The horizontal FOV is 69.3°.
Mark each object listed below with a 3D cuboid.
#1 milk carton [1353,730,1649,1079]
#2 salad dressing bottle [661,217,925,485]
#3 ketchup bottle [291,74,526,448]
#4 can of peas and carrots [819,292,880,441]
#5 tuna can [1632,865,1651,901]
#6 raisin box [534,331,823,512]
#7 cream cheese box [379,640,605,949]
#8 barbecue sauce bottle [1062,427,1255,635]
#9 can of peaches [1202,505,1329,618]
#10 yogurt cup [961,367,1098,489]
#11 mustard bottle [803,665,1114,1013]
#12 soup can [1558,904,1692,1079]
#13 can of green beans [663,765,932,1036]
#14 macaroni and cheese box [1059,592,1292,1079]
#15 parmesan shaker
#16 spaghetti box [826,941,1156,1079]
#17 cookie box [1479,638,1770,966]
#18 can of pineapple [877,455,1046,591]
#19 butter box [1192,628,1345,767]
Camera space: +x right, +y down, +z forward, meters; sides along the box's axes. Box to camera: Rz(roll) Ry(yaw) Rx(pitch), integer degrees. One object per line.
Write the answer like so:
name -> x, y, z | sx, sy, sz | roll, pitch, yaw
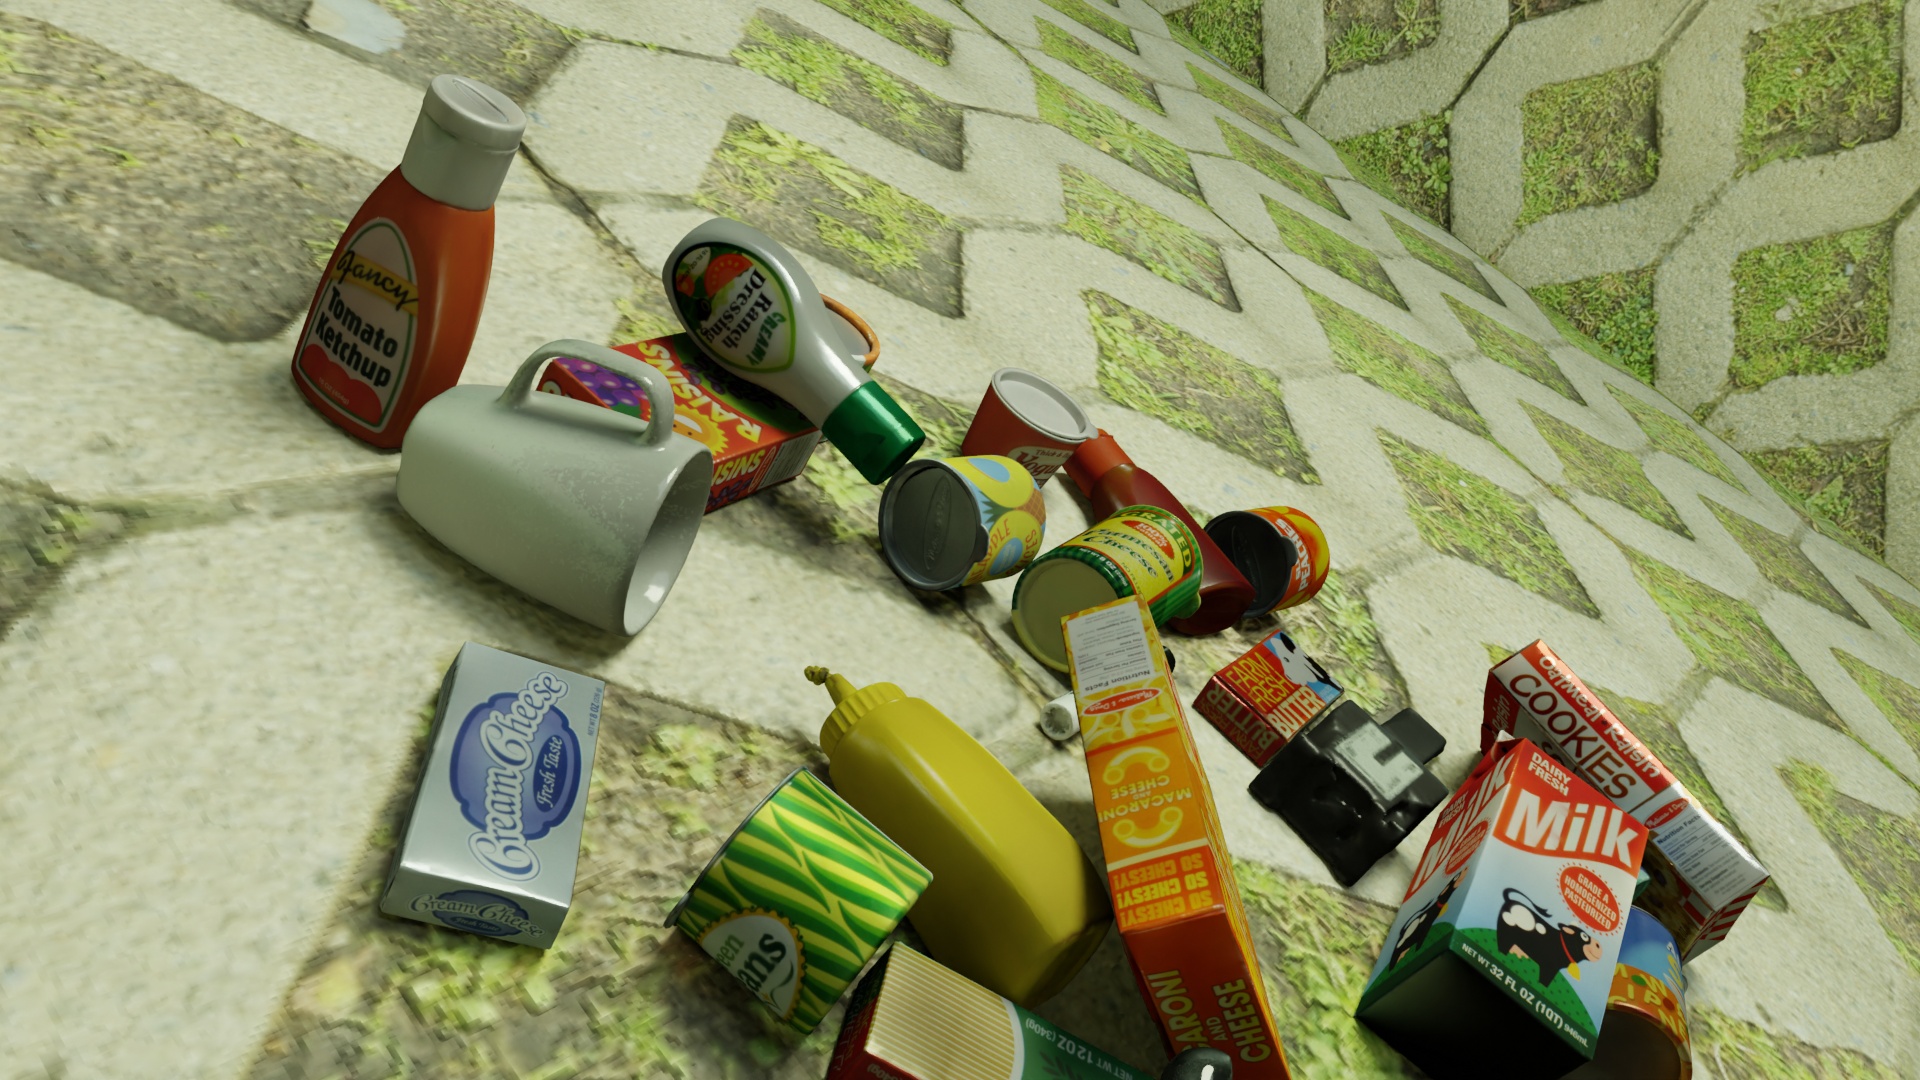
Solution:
milk carton -> 0.261, 0.164, 0.651 | 0.072, 0.073, 0.191 | 38, 43, 9
salad dressing bottle -> -0.079, -0.091, 0.674 | 0.148, 0.064, 0.044 | 45, 19, 5
ketchup bottle -> -0.216, -0.111, 0.552 | 0.065, 0.148, 0.044 | 38, 27, 8
can of peas and carrots -> -0.085, -0.098, 0.758 | 0.071, 0.058, 0.071 | 26, 30, -16
tuna can -> 0.329, 0.185, 0.737 | 0.071, 0.070, 0.033 | 3, 41, -43
raisin box -> -0.134, -0.057, 0.668 | 0.086, 0.040, 0.124 | 41, 28, 11
cream cheese box -> -0.150, 0.081, 0.456 | 0.053, 0.024, 0.104 | 20, 31, -21
barbecue sauce bottle -> 0.113, -0.009, 0.840 | 0.065, 0.043, 0.149 | 5, 39, -42
can of peaches -> 0.188, 0.012, 0.856 | 0.058, 0.071, 0.071 | -6, 48, -51
yogurt cup -> 0.037, -0.063, 0.833 | 0.072, 0.053, 0.073 | 25, 30, -15
mustard bottle -> -0.011, 0.100, 0.528 | 0.049, 0.065, 0.161 | -6, 45, -46
soup can -> 0.313, 0.224, 0.663 | 0.071, 0.071, 0.084 | 37, 29, 6
can of green beans -> -0.051, 0.118, 0.457 | 0.058, 0.071, 0.071 | 39, 29, 8
macaroni and cheese box -> 0.083, 0.121, 0.548 | 0.167, 0.040, 0.123 | -95, 164, -54
parmesan shaker -> 0.081, 0.026, 0.730 | 0.071, 0.071, 0.103 | 41, 30, 14
spaghetti box -> 0.073, 0.217, 0.471 | 0.250, 0.028, 0.050 | 30, 30, -6
cookie box -> 0.367, 0.151, 0.792 | 0.168, 0.040, 0.122 | 56, -4, 35
can of pineapple -> 0.003, -0.009, 0.704 | 0.058, 0.070, 0.071 | -8, 49, -51
butter box -> 0.174, 0.086, 0.776 | 0.053, 0.024, 0.104 | 44, 30, 17
